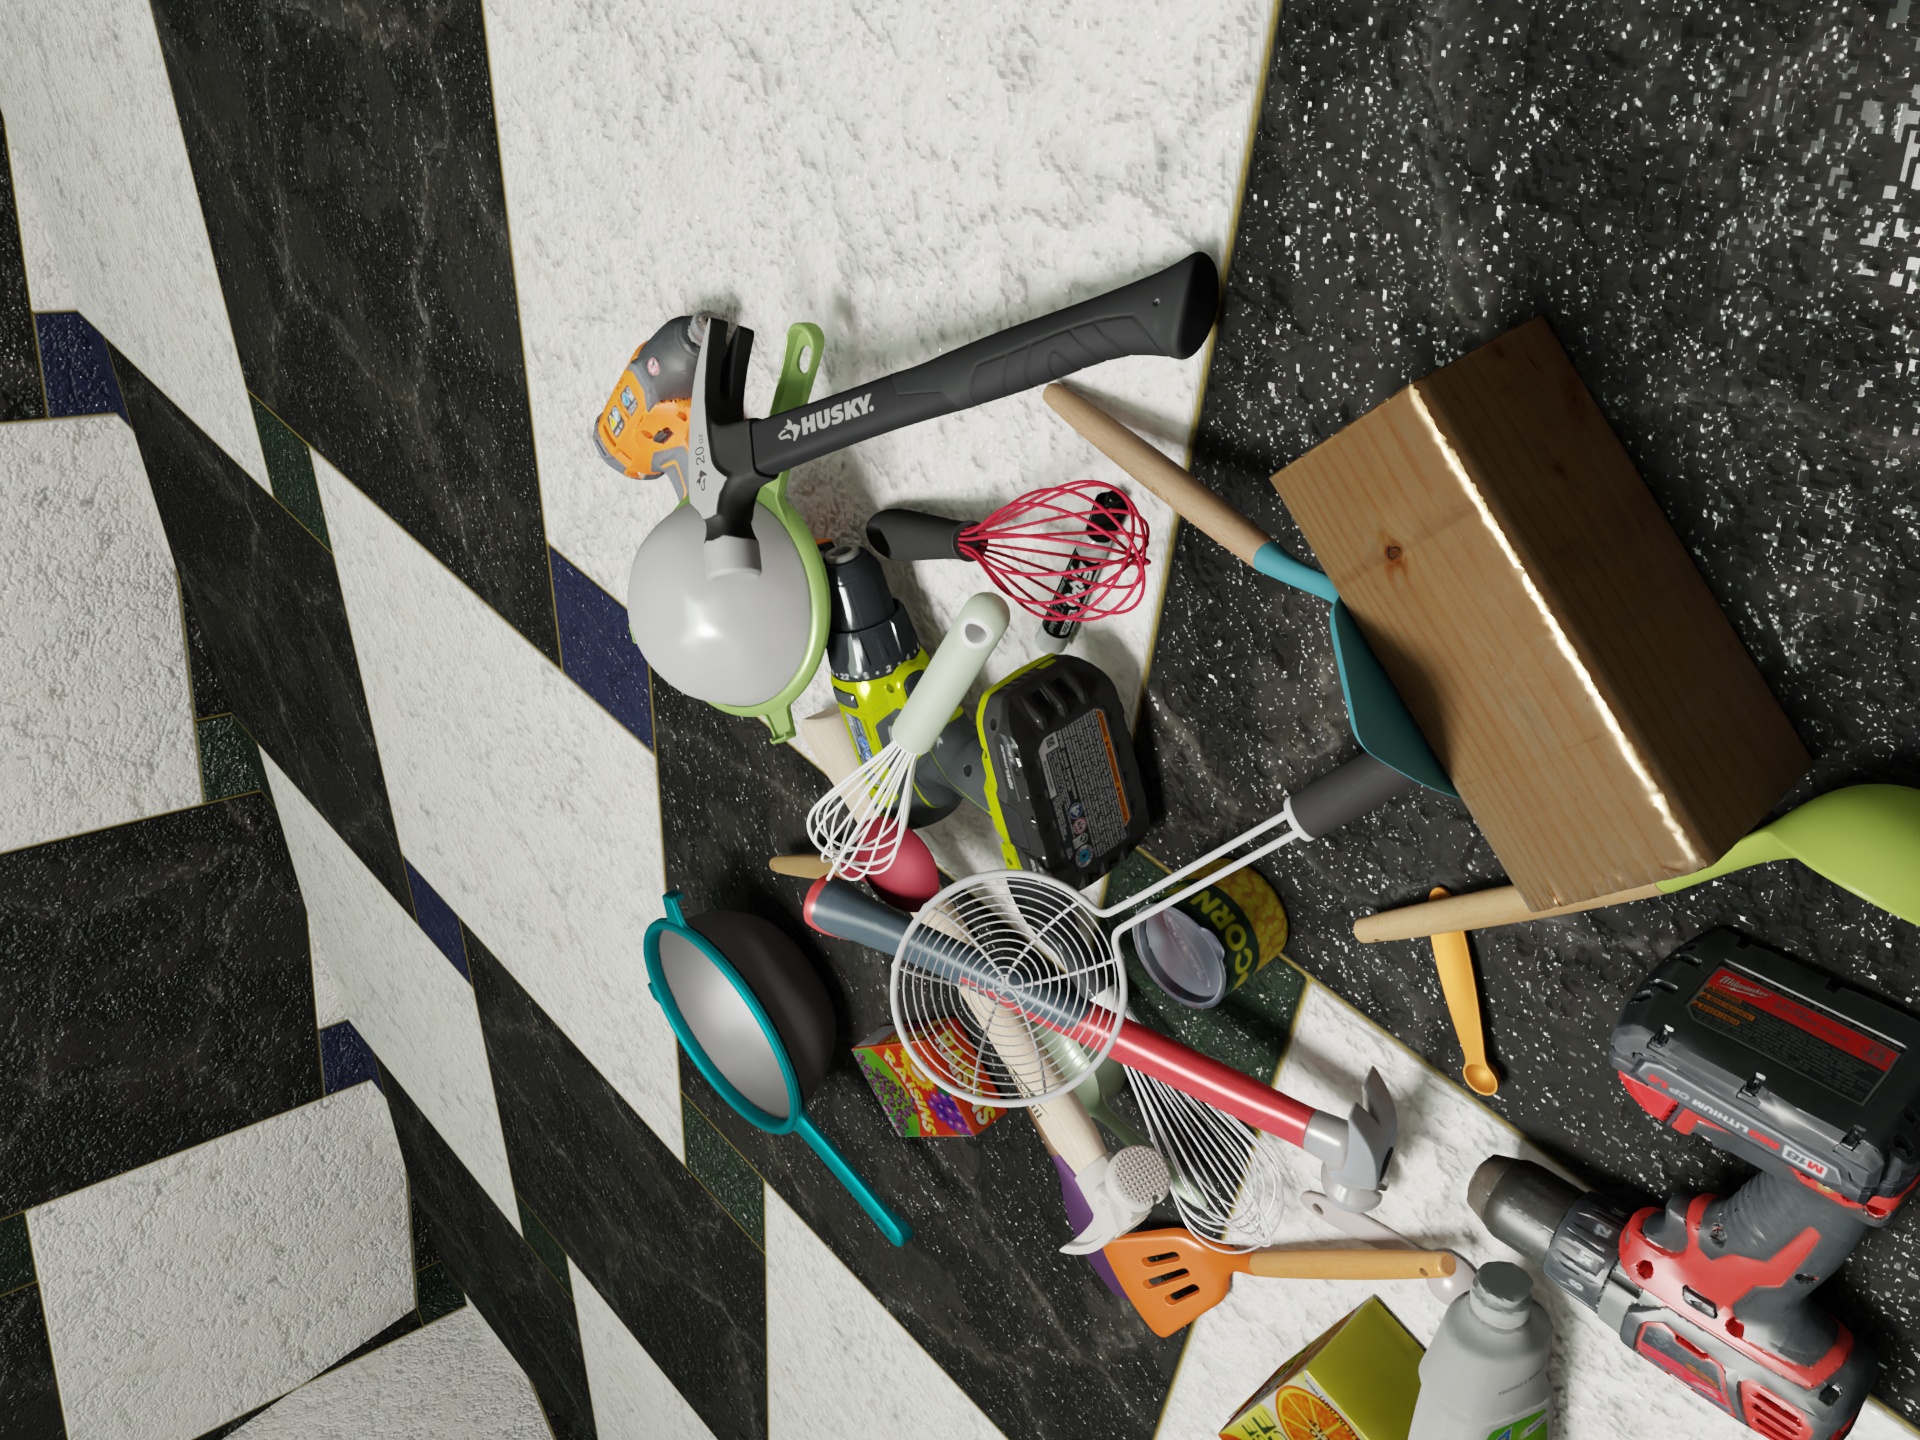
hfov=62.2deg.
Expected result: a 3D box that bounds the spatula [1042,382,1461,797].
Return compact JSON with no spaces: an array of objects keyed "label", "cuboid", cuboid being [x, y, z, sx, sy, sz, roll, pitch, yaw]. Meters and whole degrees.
[{"label":"spatula","cuboid":[0.117,-0.079,0.729,0.044,0.082,0.318,-55,44,14]}]

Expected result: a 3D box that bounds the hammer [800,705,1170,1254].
[{"label":"hammer","cuboid":[-0.001,0.164,1.079,0.411,0.038,0.146,57,152,22]}]

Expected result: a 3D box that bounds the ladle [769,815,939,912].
[{"label":"ladle","cuboid":[-0.090,0.104,1.138,0.069,0.031,0.315,66,158,-6]}]

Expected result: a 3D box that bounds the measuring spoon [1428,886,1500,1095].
[{"label":"measuring spoon","cuboid":[0.255,0.136,0.802,0.021,0.011,0.117,1,112,52]}]

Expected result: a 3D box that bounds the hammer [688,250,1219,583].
[{"label":"hammer","cuboid":[-0.018,-0.175,0.820,0.335,0.035,0.146,-11,82,37]}]

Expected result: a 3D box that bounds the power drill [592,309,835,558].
[{"label":"power drill","cuboid":[-0.156,-0.153,1.060,0.226,0.084,0.164,60,145,6]}]

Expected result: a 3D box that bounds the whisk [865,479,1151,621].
[{"label":"whisk","cuboid":[0.014,-0.097,0.875,0.296,0.073,0.073,18,129,61]}]

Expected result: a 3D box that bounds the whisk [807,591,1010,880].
[{"label":"whisk","cuboid":[-0.029,0.014,0.884,0.058,0.059,0.246,32,134,-1]}]

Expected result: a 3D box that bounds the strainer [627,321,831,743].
[{"label":"strainer","cuboid":[-0.140,-0.116,0.956,0.152,0.069,0.256,34,119,27]}]

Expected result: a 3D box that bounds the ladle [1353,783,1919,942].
[{"label":"ladle","cuboid":[0.280,0.083,0.682,0.320,0.078,0.062,-27,52,59]}]

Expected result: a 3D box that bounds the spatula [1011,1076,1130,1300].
[{"label":"spatula","cuboid":[0.061,0.292,1.163,0.060,0.018,0.316,-9,108,56]}]

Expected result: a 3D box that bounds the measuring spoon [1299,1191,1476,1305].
[{"label":"measuring spoon","cuboid":[0.246,0.309,0.932,0.124,0.018,0.034,18,128,46]}]

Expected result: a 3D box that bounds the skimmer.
[{"label":"skimmer","cuboid":[0.110,0.084,0.785,0.363,0.090,0.127,-36,81,38]}]

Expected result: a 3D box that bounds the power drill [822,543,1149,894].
[{"label":"power drill","cuboid":[-0.002,-0.003,0.955,0.229,0.080,0.190,23,137,50]}]

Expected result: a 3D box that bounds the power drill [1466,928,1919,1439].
[{"label":"power drill","cuboid":[0.322,0.204,0.707,0.188,0.080,0.226,29,139,38]}]

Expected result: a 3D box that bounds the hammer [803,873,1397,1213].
[{"label":"hammer","cuboid":[0.066,0.168,0.931,0.386,0.038,0.143,21,153,26]}]

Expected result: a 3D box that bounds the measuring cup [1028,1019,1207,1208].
[{"label":"measuring cup","cuboid":[0.109,0.252,1.054,0.168,0.038,0.083,42,142,22]}]

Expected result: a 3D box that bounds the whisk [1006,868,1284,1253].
[{"label":"whisk","cuboid":[0.111,0.206,1.005,0.285,0.070,0.070,56,147,13]}]

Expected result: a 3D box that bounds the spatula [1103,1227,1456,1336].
[{"label":"spatula","cuboid":[0.195,0.347,0.998,0.081,0.041,0.322,59,151,3]}]

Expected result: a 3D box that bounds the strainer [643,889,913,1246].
[{"label":"strainer","cuboid":[-0.131,0.284,1.342,0.340,0.095,0.210,46,147,17]}]
